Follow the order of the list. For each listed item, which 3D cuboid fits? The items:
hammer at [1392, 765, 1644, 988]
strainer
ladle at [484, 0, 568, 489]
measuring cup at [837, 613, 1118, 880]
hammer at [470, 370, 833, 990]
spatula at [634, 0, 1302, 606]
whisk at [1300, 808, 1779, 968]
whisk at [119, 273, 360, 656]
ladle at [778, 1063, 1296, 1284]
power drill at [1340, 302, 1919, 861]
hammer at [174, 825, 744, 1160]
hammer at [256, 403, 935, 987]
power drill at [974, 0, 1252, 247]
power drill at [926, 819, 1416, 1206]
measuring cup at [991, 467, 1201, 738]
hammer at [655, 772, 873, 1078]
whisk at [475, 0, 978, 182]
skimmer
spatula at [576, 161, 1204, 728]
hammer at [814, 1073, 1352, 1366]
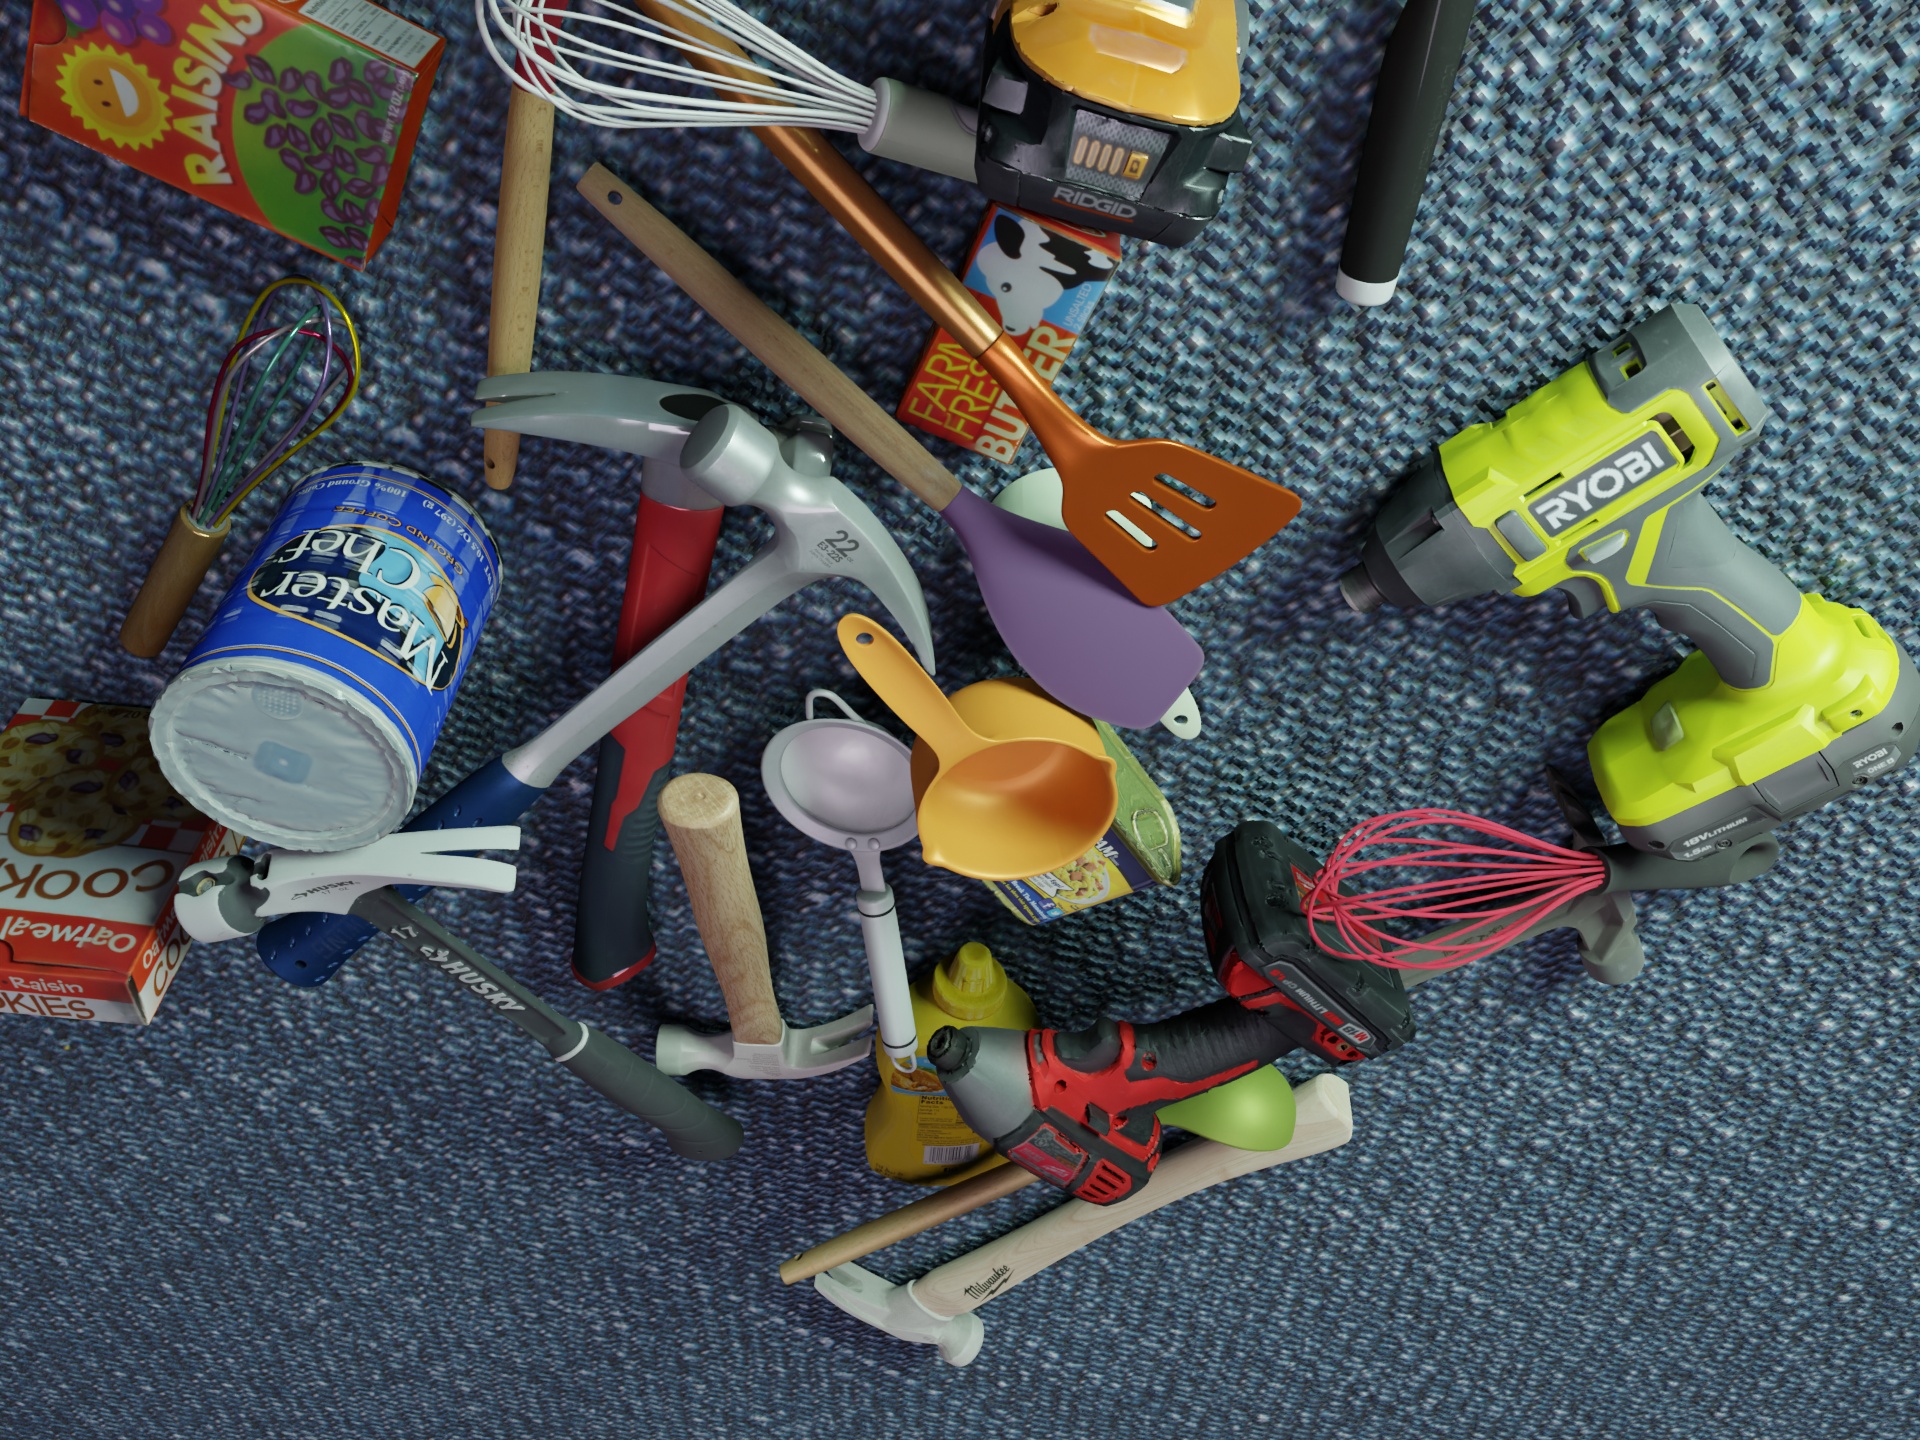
[{"bbox_3d":[0.177,0.150,0.851,0.359,0.037,0.149,-26,127,14],"label":"hammer"},{"bbox_3d":[-0.045,0.083,0.810,0.087,0.050,0.258,2,122,14],"label":"strainer"},{"bbox_3d":[-0.158,-0.207,0.581,0.069,0.031,0.315,38,136,16],"label":"ladle"},{"bbox_3d":[-0.001,-0.002,0.672,0.095,0.052,0.173,-29,129,16],"label":"measuring cup"},{"bbox_3d":[-0.170,0.005,0.763,0.143,0.038,0.386,7,135,-15],"label":"hammer"},{"bbox_3d":[-0.005,-0.160,0.589,0.322,0.041,0.081,44,125,-15],"label":"spatula"},{"bbox_3d":[0.278,0.071,0.735,0.295,0.073,0.073,-3,138,-28],"label":"whisk"},{"bbox_3d":[-0.317,-0.098,0.687,0.047,0.051,0.245,27,132,-27],"label":"whisk"},{"bbox_3d":[0.044,0.274,0.937,0.320,0.078,0.062,-24,105,4],"label":"ladle"},{"bbox_3d":[0.285,-0.045,0.673,0.171,0.080,0.223,-34,118,29],"label":"power drill"},{"bbox_3d":[-0.209,0.159,0.831,0.149,0.036,0.408,-12,146,13],"label":"hammer"},{"bbox_3d":[-0.186,0.021,0.725,0.405,0.035,0.144,-34,129,27],"label":"hammer"},{"bbox_3d":[0.068,-0.246,0.430,0.084,0.186,0.226,12,135,-9],"label":"power drill"},{"bbox_3d":[0.095,0.151,0.779,0.219,0.079,0.143,-38,120,25],"label":"power drill"},{"bbox_3d":[0.069,-0.038,0.715,0.083,0.038,0.167,-22,125,22],"label":"measuring cup"},{"bbox_3d":[-0.114,0.121,0.828,0.130,0.031,0.331,2,148,0],"label":"hammer"},{"bbox_3d":[-0.036,-0.207,0.533,0.246,0.058,0.059,7,140,-25],"label":"whisk"},{"bbox_3d":[0.178,-0.271,0.460,0.127,0.090,0.363,-19,140,-22],"label":"skimmer"},{"bbox_3d":[-0.025,-0.104,0.634,0.315,0.018,0.060,41,90,-17],"label":"spatula"},{"bbox_3d":[0.080,0.325,1.053,0.146,0.038,0.410,36,125,-25],"label":"hammer"}]
